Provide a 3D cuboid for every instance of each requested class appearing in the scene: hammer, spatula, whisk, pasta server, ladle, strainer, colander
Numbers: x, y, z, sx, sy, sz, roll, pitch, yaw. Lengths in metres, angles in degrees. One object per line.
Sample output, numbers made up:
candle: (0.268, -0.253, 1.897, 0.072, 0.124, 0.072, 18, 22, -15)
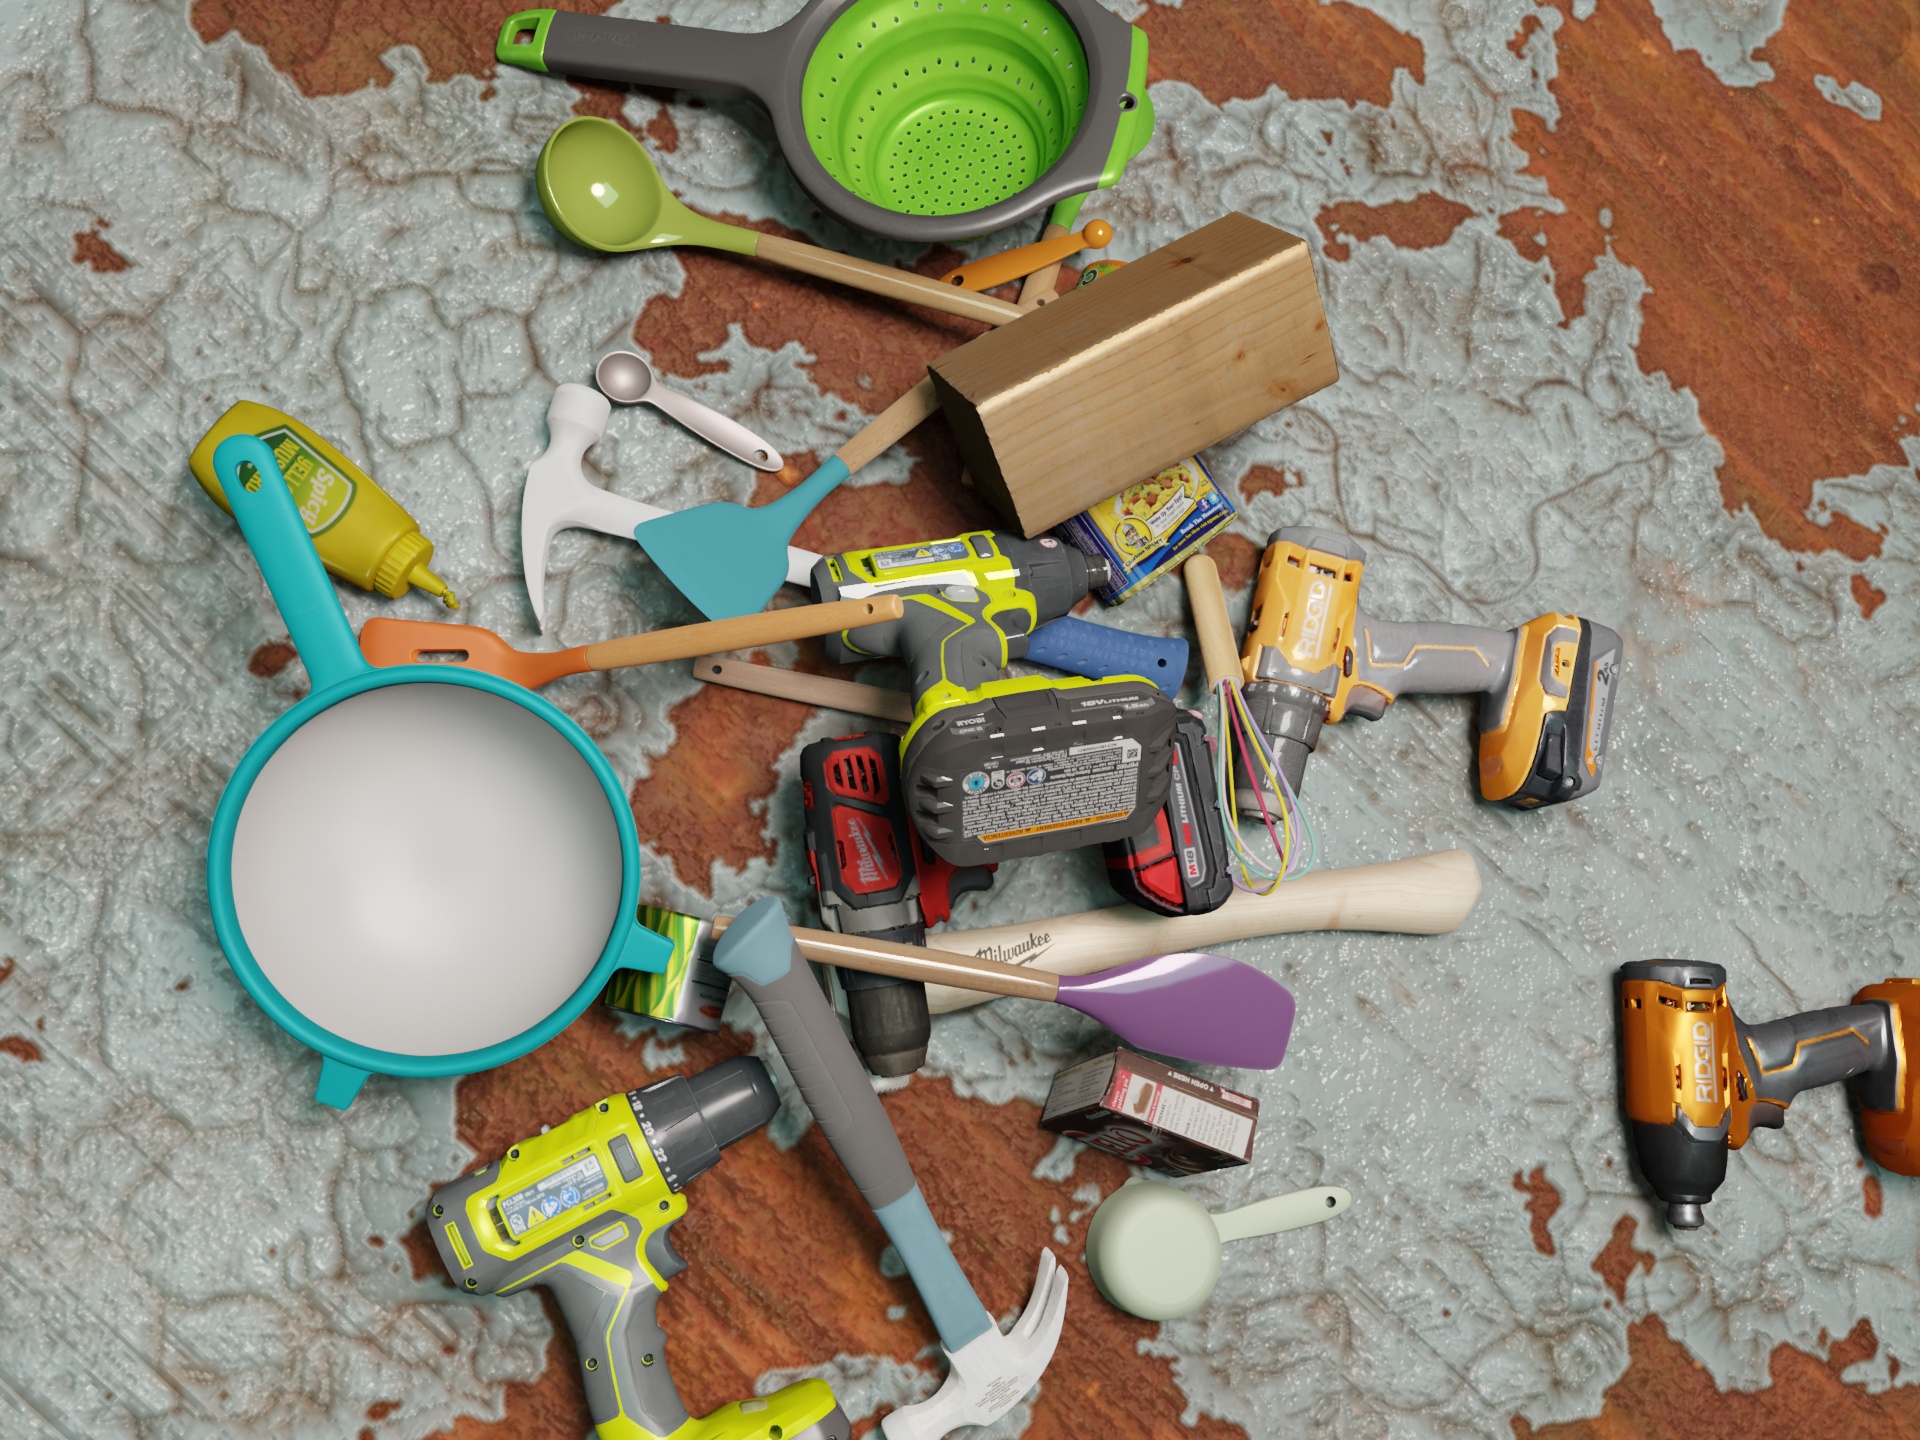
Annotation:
hammer: (-0.043, 0.239, 0.839, 0.128, 0.033, 0.330, -29, 109, -12)
spatula: (-0.048, -0.167, 0.931, 0.082, 0.044, 0.317, 46, 70, 3)
whisk: (0.163, -0.006, 0.932, 0.051, 0.047, 0.245, -10, 52, 5)
hammer: (0.120, 0.114, 0.955, 0.410, 0.038, 0.146, -8, 81, -14)
spatula: (0.026, 0.135, 0.839, 0.316, 0.018, 0.060, 11, 96, -8)
pasta server: (-0.002, -0.003, 0.948, 0.316, 0.040, 0.060, 11, 83, -9)
ladle: (-0.095, -0.282, 0.947, 0.320, 0.062, 0.078, 16, 74, -1)
spatula: (-0.183, -0.037, 0.856, 0.322, 0.041, 0.081, -8, 84, 22)
strainer: (-0.299, 0.015, 0.835, 0.211, 0.095, 0.340, -23, 96, -6)
colander: (-0.086, -0.376, 0.980, 0.397, 0.094, 0.204, 10, 77, 8)
hammer: (-0.060, -0.076, 0.950, 0.405, 0.035, 0.144, 15, 77, -9)

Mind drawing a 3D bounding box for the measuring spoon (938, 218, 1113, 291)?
measuring spoon: (0.039, -0.291, 1.000, 0.117, 0.011, 0.021, -17, 73, 7)

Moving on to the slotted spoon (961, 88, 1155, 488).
slotted spoon: (0.057, -0.290, 1.017, 0.070, 0.031, 0.314, 19, 78, -2)

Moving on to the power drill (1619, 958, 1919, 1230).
power drill: (0.527, 0.236, 0.998, 0.226, 0.084, 0.164, 4, 80, -7)

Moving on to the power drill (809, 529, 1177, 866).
power drill: (0.023, -0.029, 0.842, 0.171, 0.223, 0.080, -9, 126, -11)

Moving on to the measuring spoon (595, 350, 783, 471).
measuring spoon: (-0.164, -0.181, 0.960, 0.124, 0.018, 0.034, 29, 65, -13)

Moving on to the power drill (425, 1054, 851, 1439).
power drill: (-0.149, 0.307, 0.844, 0.190, 0.080, 0.228, -25, 84, -15)

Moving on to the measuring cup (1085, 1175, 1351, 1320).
measuring cup: (0.157, 0.299, 0.927, 0.167, 0.038, 0.083, -10, 83, -11)

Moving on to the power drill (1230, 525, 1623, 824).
power drill: (0.279, -0.006, 0.988, 0.226, 0.084, 0.185, 16, 78, -4)

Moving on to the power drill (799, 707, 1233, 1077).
power drill: (0.030, 0.089, 0.884, 0.226, 0.080, 0.188, -8, 86, -10)
